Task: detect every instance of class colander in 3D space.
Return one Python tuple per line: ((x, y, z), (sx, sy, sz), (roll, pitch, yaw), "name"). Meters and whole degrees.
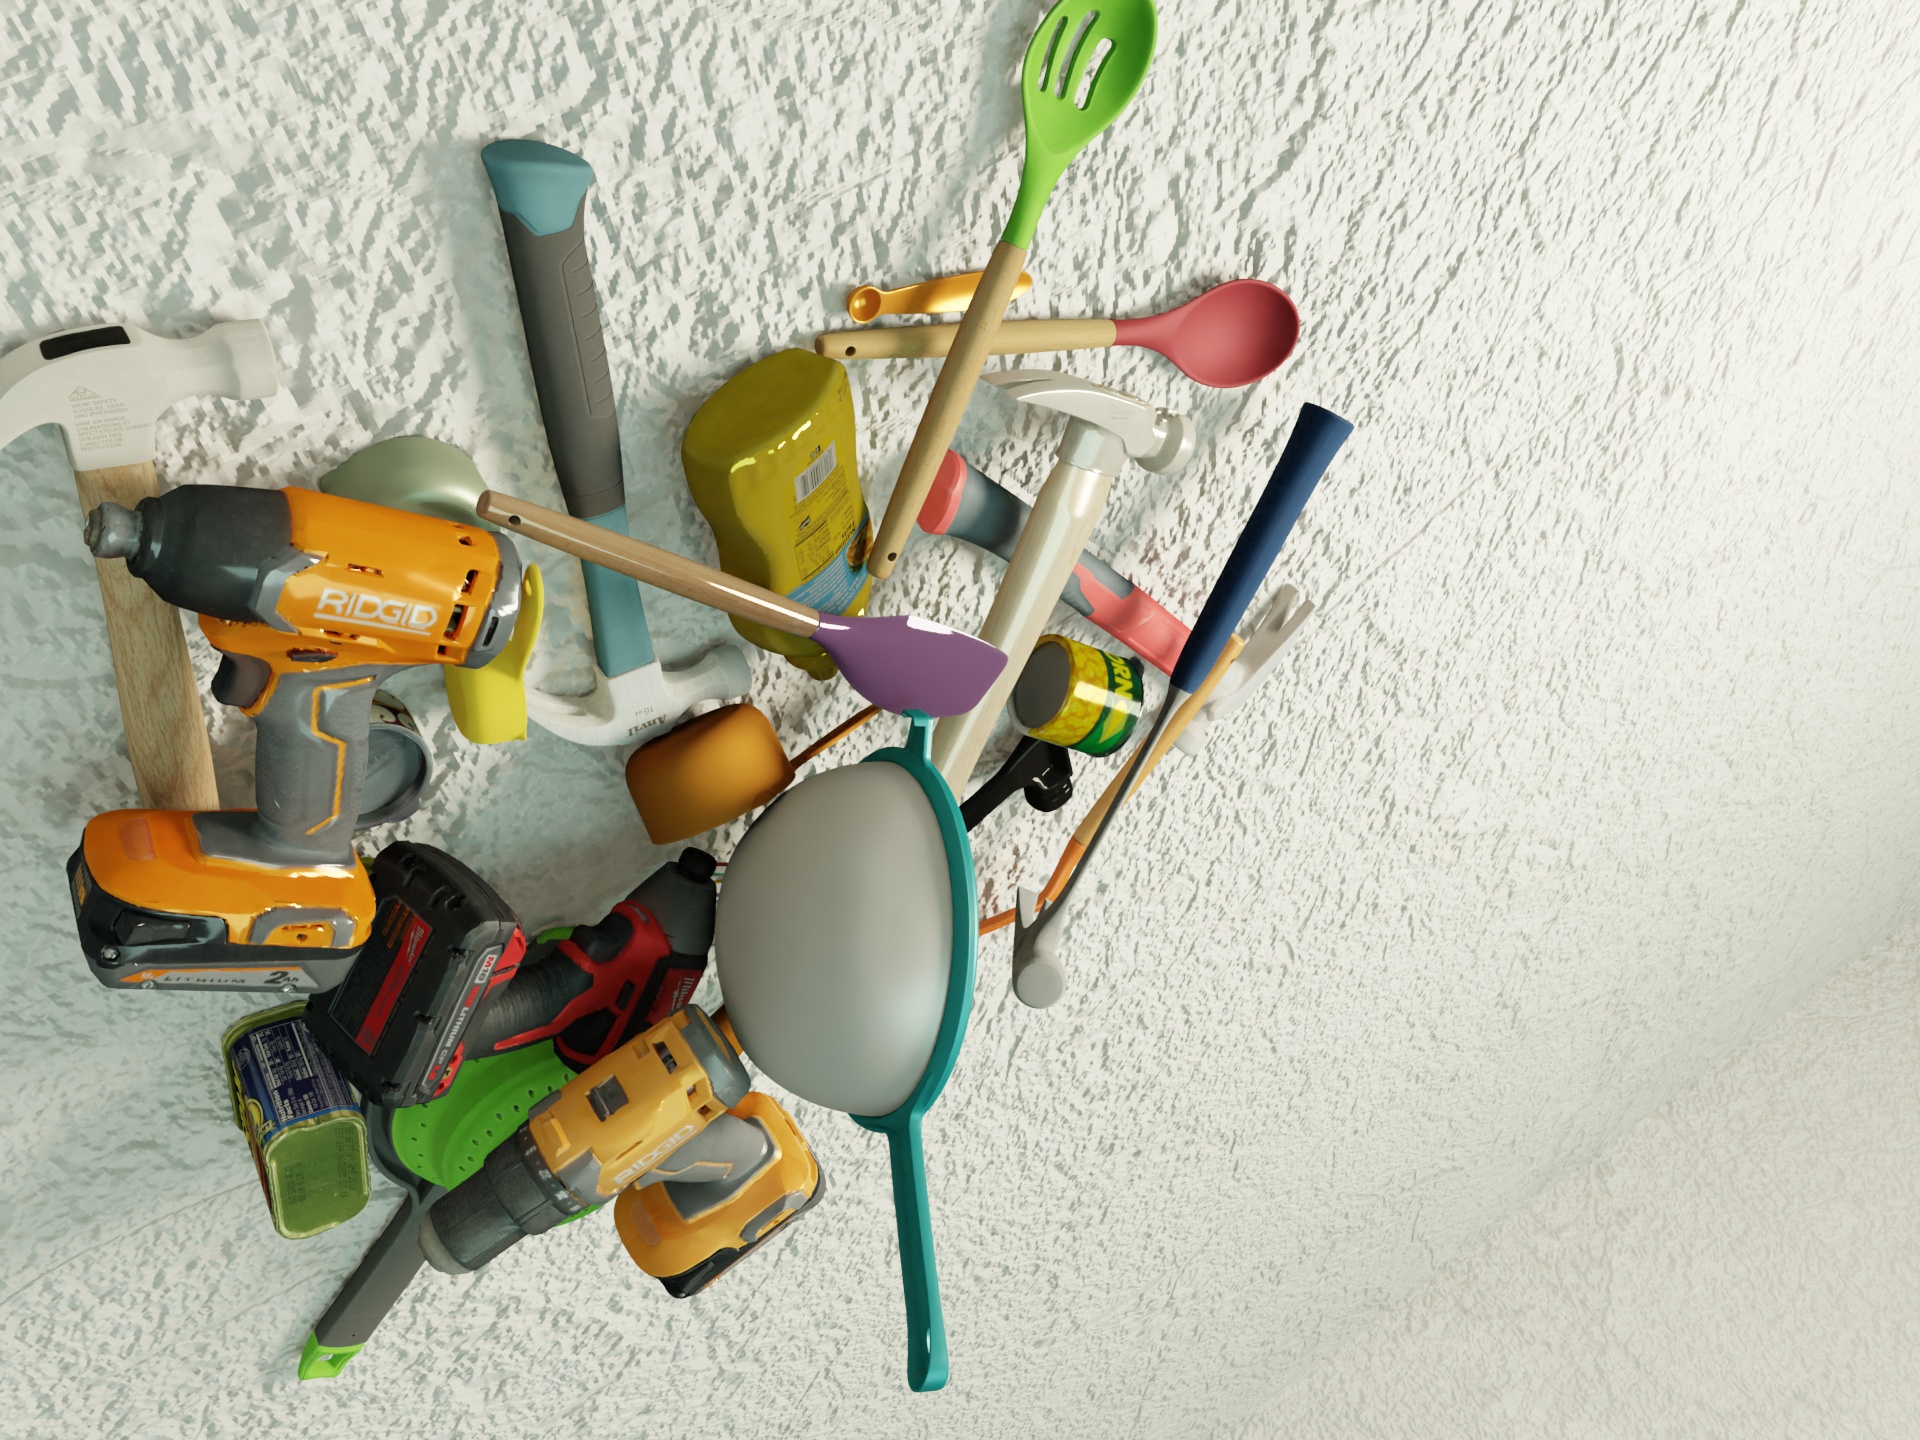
((-0.303, 0.309, 1.005), (0.204, 0.095, 0.397), (20, 112, -49), "colander")

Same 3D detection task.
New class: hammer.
((0.134, -0.013, 1.017), (0.035, 0.144, 0.405), (27, 100, -5), "hammer")
((-0.174, -0.115, 0.756), (0.128, 0.033, 0.330), (-24, 139, -23), "hammer")
((-0.055, 0.109, 1.023), (0.337, 0.034, 0.127), (-42, 144, -20), "hammer")
((-0.354, -0.016, 0.696), (0.130, 0.031, 0.331), (-16, 136, -31), "hammer")
((0.103, -0.090, 1.016), (0.143, 0.038, 0.386), (-50, 142, 9), "hammer")
((-0.001, -0.003, 0.925), (0.146, 0.038, 0.410), (6, 115, -44), "hammer")

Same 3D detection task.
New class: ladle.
((0.061, -0.210, 0.873), (0.315, 0.031, 0.069), (-11, 132, -32), "ladle")

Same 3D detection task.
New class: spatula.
((-0.095, -0.053, 0.787), (0.315, 0.018, 0.059), (20, 115, -42), "spatula")
((0.092, 0.060, 1.119), (0.081, 0.041, 0.322), (-5, 136, -56), "spatula")

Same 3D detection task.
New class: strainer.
((-0.070, 0.171, 0.831), (0.095, 0.341, 0.211), (7, 148, -27), "strainer")

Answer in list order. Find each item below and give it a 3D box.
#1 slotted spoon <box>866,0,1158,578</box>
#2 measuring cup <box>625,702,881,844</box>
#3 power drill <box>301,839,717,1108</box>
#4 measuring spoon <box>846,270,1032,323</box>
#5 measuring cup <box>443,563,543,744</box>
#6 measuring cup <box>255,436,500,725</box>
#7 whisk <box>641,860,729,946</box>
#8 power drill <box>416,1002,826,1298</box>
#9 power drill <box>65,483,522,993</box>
((0.015, -0.214, 0.796), (0.070, 0.031, 0.313), (9, 113, -40), "slotted spoon")
((-0.112, 0.007, 0.902), (0.173, 0.095, 0.052), (-34, 104, -34), "measuring cup")
((-0.216, 0.128, 0.838), (0.219, 0.079, 0.143), (15, 105, -60), "power drill")
((-0.010, -0.220, 0.816), (0.117, 0.011, 0.021), (-18, 136, -33), "measuring spoon")
((-0.217, -0.033, 0.737), (0.029, 0.062, 0.156), (-13, 165, -26), "measuring cup")
((-0.272, -0.051, 0.726), (0.083, 0.038, 0.167), (23, 108, -50), "measuring cup")
((-0.104, 0.108, 1.029), (0.245, 0.051, 0.047), (-3, 114, -46), "whisk")
((-0.183, 0.261, 0.899), (0.185, 0.084, 0.226), (-35, 150, -8), "power drill")
((-0.301, 0.005, 0.672), (0.164, 0.084, 0.226), (11, 116, -41), "power drill")
